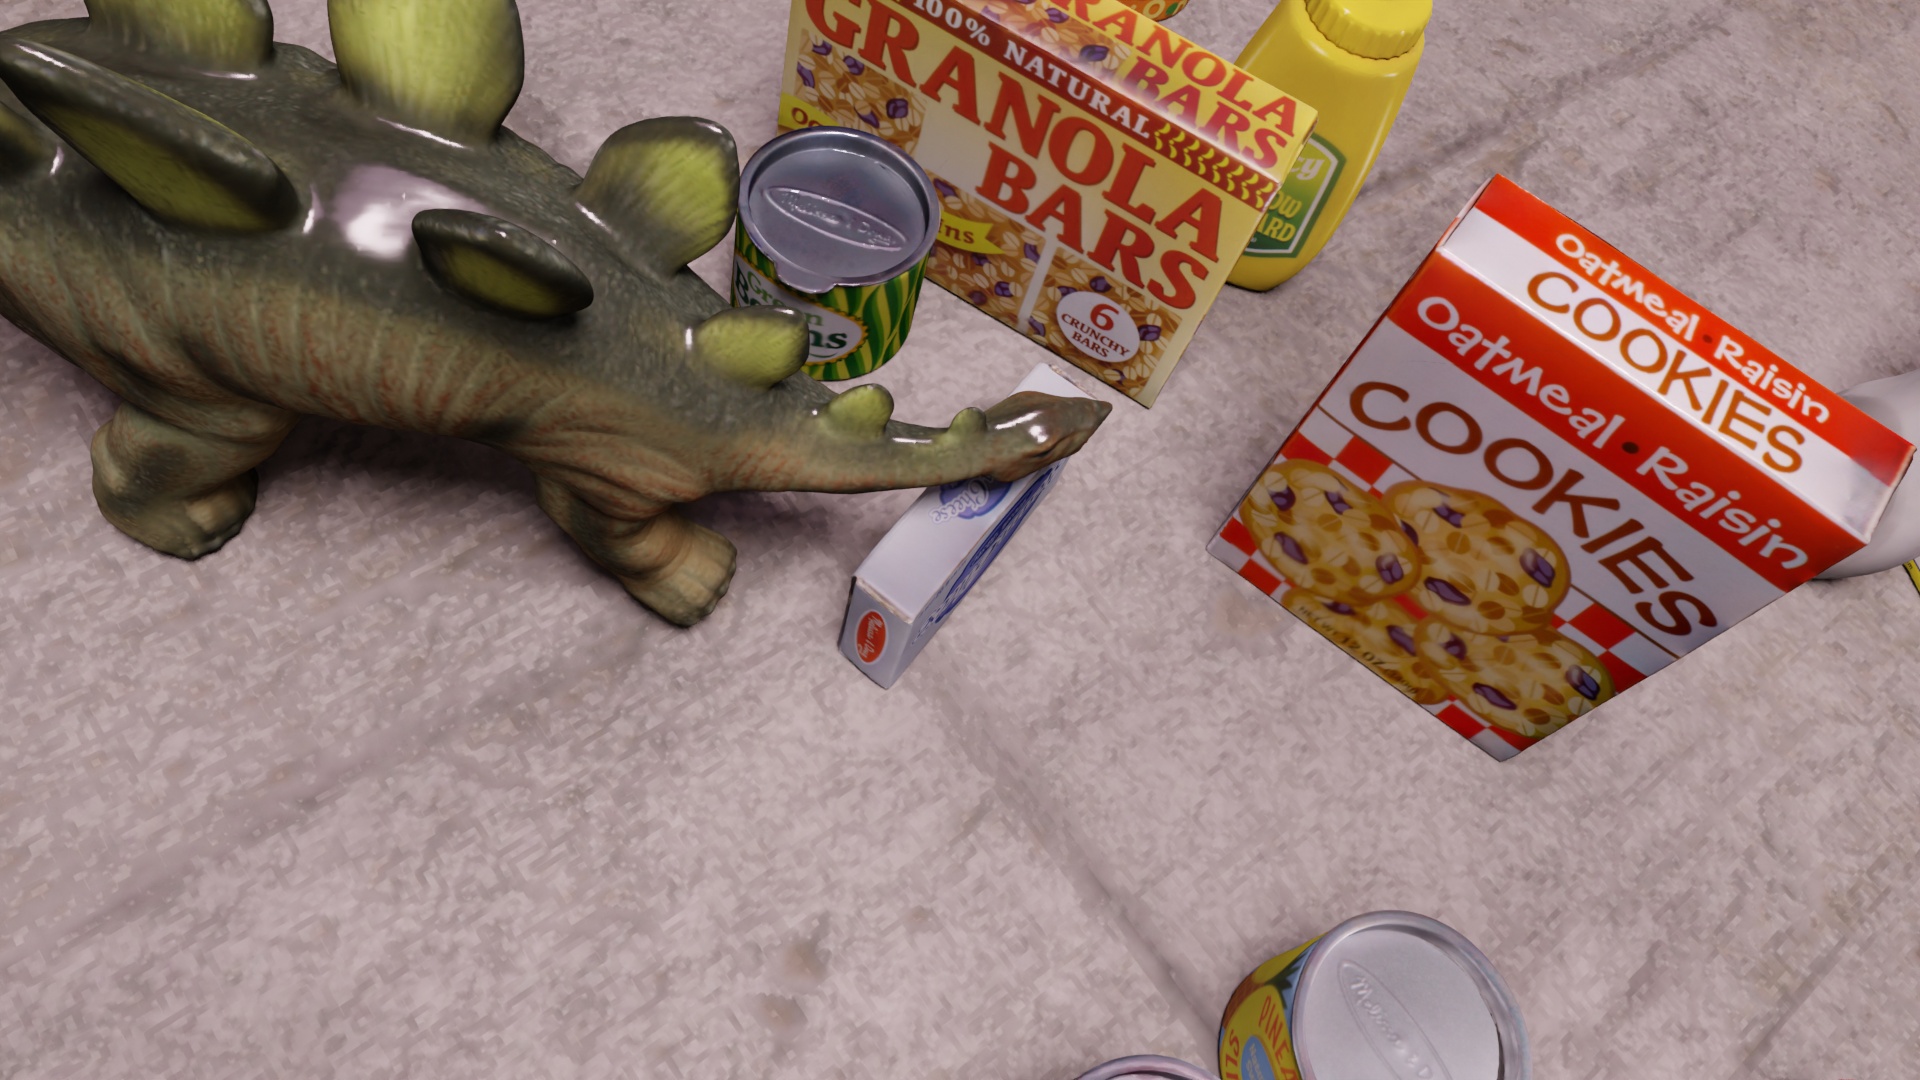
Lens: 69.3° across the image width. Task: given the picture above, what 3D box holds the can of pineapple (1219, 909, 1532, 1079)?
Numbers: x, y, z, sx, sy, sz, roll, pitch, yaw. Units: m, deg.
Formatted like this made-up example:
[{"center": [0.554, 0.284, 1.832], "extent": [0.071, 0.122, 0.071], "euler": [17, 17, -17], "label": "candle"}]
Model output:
[{"center": [0.110, 0.141, 0.381], "extent": [0.071, 0.057, 0.071], "euler": [5, 62, -10], "label": "can of pineapple"}]

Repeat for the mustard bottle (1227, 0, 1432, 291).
[{"center": [0.121, -0.154, 0.482], "extent": [0.065, 0.159, 0.049], "euler": [26, 60, 2], "label": "mustard bottle"}]

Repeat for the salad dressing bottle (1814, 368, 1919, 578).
[{"center": [0.336, -0.038, 0.475], "extent": [0.044, 0.147, 0.064], "euler": [1, 63, -12], "label": "salad dressing bottle"}]

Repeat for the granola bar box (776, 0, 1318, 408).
[{"center": [0.020, -0.131, 0.468], "extent": [0.165, 0.123, 0.039], "euler": [31, 61, 5], "label": "granola bar box"}]

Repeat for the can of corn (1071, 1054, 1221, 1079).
[{"center": [0.040, 0.171, 0.350], "extent": [0.071, 0.058, 0.071], "euler": [5, 62, -10], "label": "can of corn"}]

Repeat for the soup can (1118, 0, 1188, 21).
[{"center": [0.081, -0.268, 0.579], "extent": [0.071, 0.083, 0.071], "euler": [5, 62, -10], "label": "soup can"}]

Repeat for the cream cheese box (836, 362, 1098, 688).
[{"center": [0.002, -0.005, 0.438], "extent": [0.024, 0.053, 0.104], "euler": [36, 61, 7], "label": "cream cheese box"}]

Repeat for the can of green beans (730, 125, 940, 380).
[{"center": [-0.044, -0.097, 0.474], "extent": [0.071, 0.057, 0.071], "euler": [5, 62, -10], "label": "can of green beans"}]

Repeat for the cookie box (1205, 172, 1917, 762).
[{"center": [0.160, -0.011, 0.411], "extent": [0.123, 0.166, 0.040], "euler": [37, 61, 8], "label": "cookie box"}]
